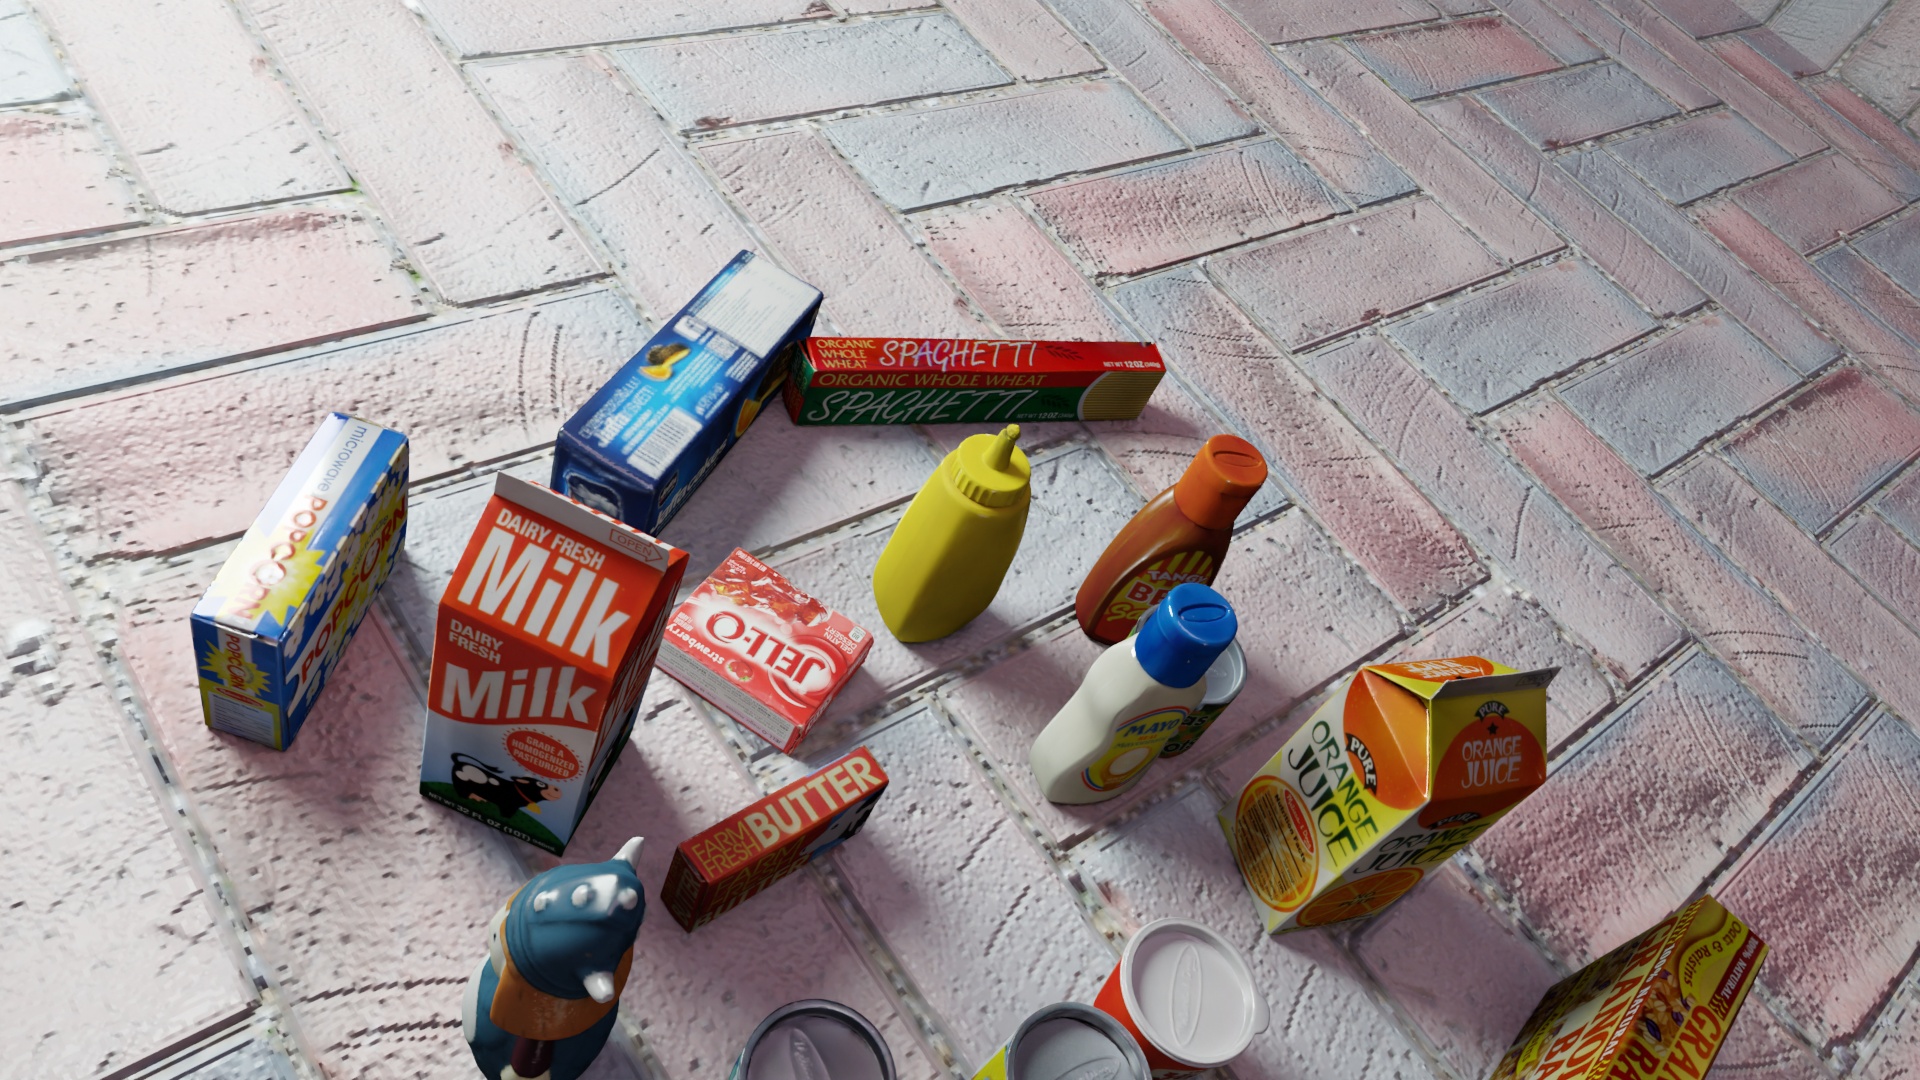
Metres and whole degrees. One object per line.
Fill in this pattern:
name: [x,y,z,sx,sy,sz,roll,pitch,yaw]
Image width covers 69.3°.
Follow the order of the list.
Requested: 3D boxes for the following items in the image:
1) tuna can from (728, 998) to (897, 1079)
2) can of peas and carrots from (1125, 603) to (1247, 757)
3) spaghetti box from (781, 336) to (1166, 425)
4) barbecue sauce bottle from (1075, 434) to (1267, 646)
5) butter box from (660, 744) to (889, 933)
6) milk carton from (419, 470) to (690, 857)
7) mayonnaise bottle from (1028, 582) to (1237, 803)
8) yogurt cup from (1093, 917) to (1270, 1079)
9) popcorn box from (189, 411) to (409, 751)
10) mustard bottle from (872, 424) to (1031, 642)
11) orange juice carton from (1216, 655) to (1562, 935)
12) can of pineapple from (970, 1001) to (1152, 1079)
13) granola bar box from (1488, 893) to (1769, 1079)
tuna can: [-0.064,0.228,0.571,0.071,0.032,0.071,12,48,-14]
can of peas and carrots: [0.114,0.079,0.760,0.071,0.058,0.071,13,48,-14]
spaghetti box: [0.013,-0.100,0.874,0.251,0.050,0.029,-3,54,-26]
barbecue sauce bottle: [0.118,0.003,0.765,0.065,0.147,0.044,7,50,-19]
butter box: [-0.083,0.134,0.628,0.104,0.052,0.024,-24,65,-37]
milk carton: [-0.167,0.046,0.571,0.072,0.189,0.074,25,46,-3]
mayonnaise bottle: [0.087,0.078,0.687,0.065,0.147,0.041,-4,54,-27]
yogurt cup: [0.095,0.215,0.638,0.072,0.053,0.073,13,48,-14]
popcorn box: [-0.288,0.016,0.616,0.038,0.084,0.127,19,47,-8]
mustard bottle: [0.003,-0.009,0.715,0.065,0.159,0.049,-13,59,-32]
orange juice carton: [0.209,0.117,0.677,0.072,0.191,0.073,-1,53,-25]
can of pineapple: [0.041,0.241,0.590,0.071,0.057,0.071,13,48,-14]
granola bar box: [0.296,0.250,0.650,0.039,0.123,0.166,45,49,16]
